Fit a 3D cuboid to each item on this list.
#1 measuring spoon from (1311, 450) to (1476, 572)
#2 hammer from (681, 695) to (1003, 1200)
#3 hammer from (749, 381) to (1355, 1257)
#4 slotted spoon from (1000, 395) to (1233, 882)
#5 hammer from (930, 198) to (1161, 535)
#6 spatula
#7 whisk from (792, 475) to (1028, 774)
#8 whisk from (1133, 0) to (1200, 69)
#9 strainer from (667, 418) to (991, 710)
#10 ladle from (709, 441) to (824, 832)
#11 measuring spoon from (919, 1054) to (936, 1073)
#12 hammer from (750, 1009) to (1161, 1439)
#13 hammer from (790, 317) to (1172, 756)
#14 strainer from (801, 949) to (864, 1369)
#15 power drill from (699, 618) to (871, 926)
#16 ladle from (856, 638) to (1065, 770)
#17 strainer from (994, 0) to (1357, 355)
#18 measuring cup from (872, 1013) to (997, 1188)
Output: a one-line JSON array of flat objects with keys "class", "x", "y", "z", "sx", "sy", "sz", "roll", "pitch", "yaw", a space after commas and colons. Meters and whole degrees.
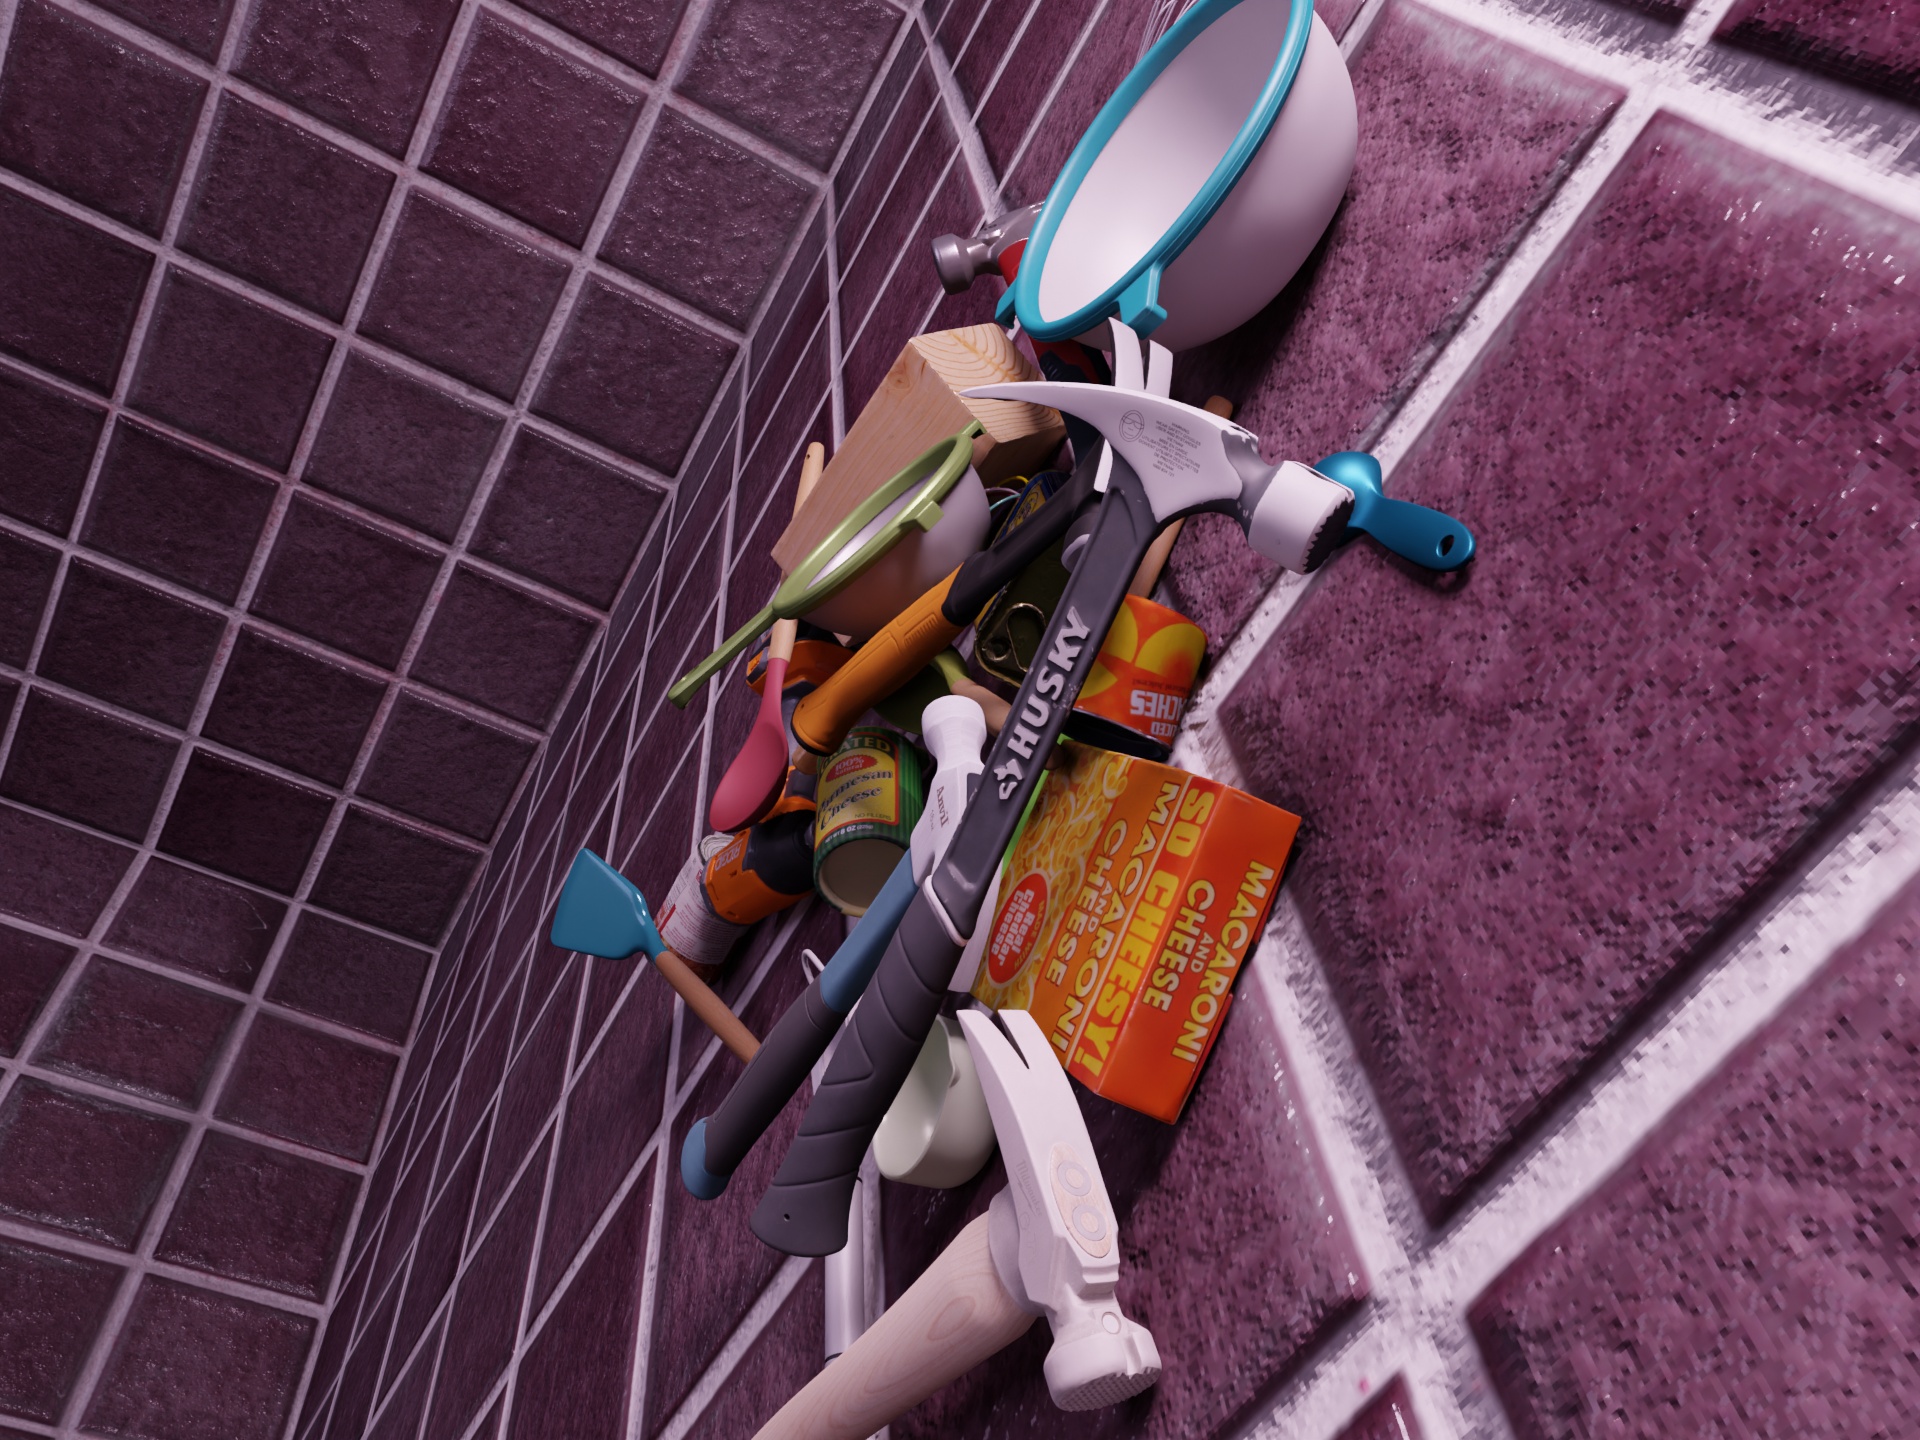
[{"class": "measuring spoon", "x": 0.159, "y": -0.080, "z": 0.610, "sx": 0.042, "sy": 0.021, "sz": 0.129, "roll": -62, "pitch": 18, "yaw": 11}, {"class": "hammer", "x": -0.067, "y": 0.141, "z": 0.796, "sx": 0.331, "sy": 0.033, "sz": 0.128, "roll": -55, "pitch": 29, "yaw": 36}, {"class": "hammer", "x": -0.002, "y": 0.057, "z": 0.641, "sx": 0.036, "sy": 0.149, "sz": 0.408, "roll": -15, "pitch": -46, "yaw": -60}, {"class": "slotted spoon", "x": 0.062, "y": -0.019, "z": 0.798, "sx": 0.314, "sy": 0.031, "sz": 0.070, "roll": -64, "pitch": 16, "yaw": 1}, {"class": "hammer", "x": 0.075, "y": -0.215, "z": 0.900, "sx": 0.143, "sy": 0.038, "sz": 0.387, "roll": -18, "pitch": 37, "yaw": 4}, {"class": "spatula", "x": -0.213, "y": 0.183, "z": 1.141, "sx": 0.318, "sy": 0.044, "sz": 0.082, "roll": 27, "pitch": 98, "yaw": 53}, {"class": "whisk", "x": -0.031, "y": -0.058, "z": 1.017, "sx": 0.245, "sy": 0.047, "sz": 0.051, "roll": -50, "pitch": -22, "yaw": 19}, {"class": "whisk", "x": 0.119, "y": -0.413, "z": 1.077, "sx": 0.284, "sy": 0.070, "sz": 0.070, "roll": -40, "pitch": 32, "yaw": 61}, {"class": "strainer", "x": -0.071, "y": -0.064, "z": 0.942, "sx": 0.256, "sy": 0.069, "sz": 0.152, "roll": -37, "pitch": 16, "yaw": 27}, {"class": "ladle", "x": -0.125, "y": -0.063, "z": 1.115, "sx": 0.069, "sy": 0.031, "sz": 0.316, "roll": -17, "pitch": 56, "yaw": 40}, {"class": "measuring spoon", "x": -0.010, "y": 0.141, "z": 0.826, "sx": 0.034, "sy": 0.018, "sz": 0.124, "roll": -57, "pitch": 14, "yaw": 30}, {"class": "hammer", "x": -0.055, "y": 0.287, "z": 0.681, "sx": 0.410, "sy": 0.038, "sz": 0.146, "roll": -55, "pitch": 41, "yaw": 38}, {"class": "hammer", "x": -0.005, "y": -0.063, "z": 0.800, "sx": 0.337, "sy": 0.034, "sz": 0.127, "roll": -37, "pitch": 35, "yaw": 53}, {"class": "strainer", "x": -0.058, "y": 0.226, "z": 0.807, "sx": 0.259, "sy": 0.050, "sz": 0.086, "roll": -95, "pitch": 17, "yaw": -44}, {"class": "power drill", "x": -0.113, "y": 0.025, "z": 1.142, "sx": 0.164, "sy": 0.084, "sz": 0.227, "roll": -32, "pitch": 42, "yaw": 55}, {"class": "ladle", "x": -0.001, "y": -0.003, "z": 0.849, "sx": 0.062, "sy": 0.078, "sz": 0.320, "roll": -45, "pitch": 16, "yaw": -1}, {"class": "strainer", "x": 0.160, "y": -0.314, "z": 0.795, "sx": 0.340, "sy": 0.095, "sz": 0.211, "roll": -58, "pitch": 23, "yaw": 3}, {"class": "measuring cup", "x": -0.002, "y": 0.138, "z": 0.751, "sx": 0.083, "sy": 0.038, "sz": 0.168, "roll": -43, "pitch": 32, "yaw": 49}]
